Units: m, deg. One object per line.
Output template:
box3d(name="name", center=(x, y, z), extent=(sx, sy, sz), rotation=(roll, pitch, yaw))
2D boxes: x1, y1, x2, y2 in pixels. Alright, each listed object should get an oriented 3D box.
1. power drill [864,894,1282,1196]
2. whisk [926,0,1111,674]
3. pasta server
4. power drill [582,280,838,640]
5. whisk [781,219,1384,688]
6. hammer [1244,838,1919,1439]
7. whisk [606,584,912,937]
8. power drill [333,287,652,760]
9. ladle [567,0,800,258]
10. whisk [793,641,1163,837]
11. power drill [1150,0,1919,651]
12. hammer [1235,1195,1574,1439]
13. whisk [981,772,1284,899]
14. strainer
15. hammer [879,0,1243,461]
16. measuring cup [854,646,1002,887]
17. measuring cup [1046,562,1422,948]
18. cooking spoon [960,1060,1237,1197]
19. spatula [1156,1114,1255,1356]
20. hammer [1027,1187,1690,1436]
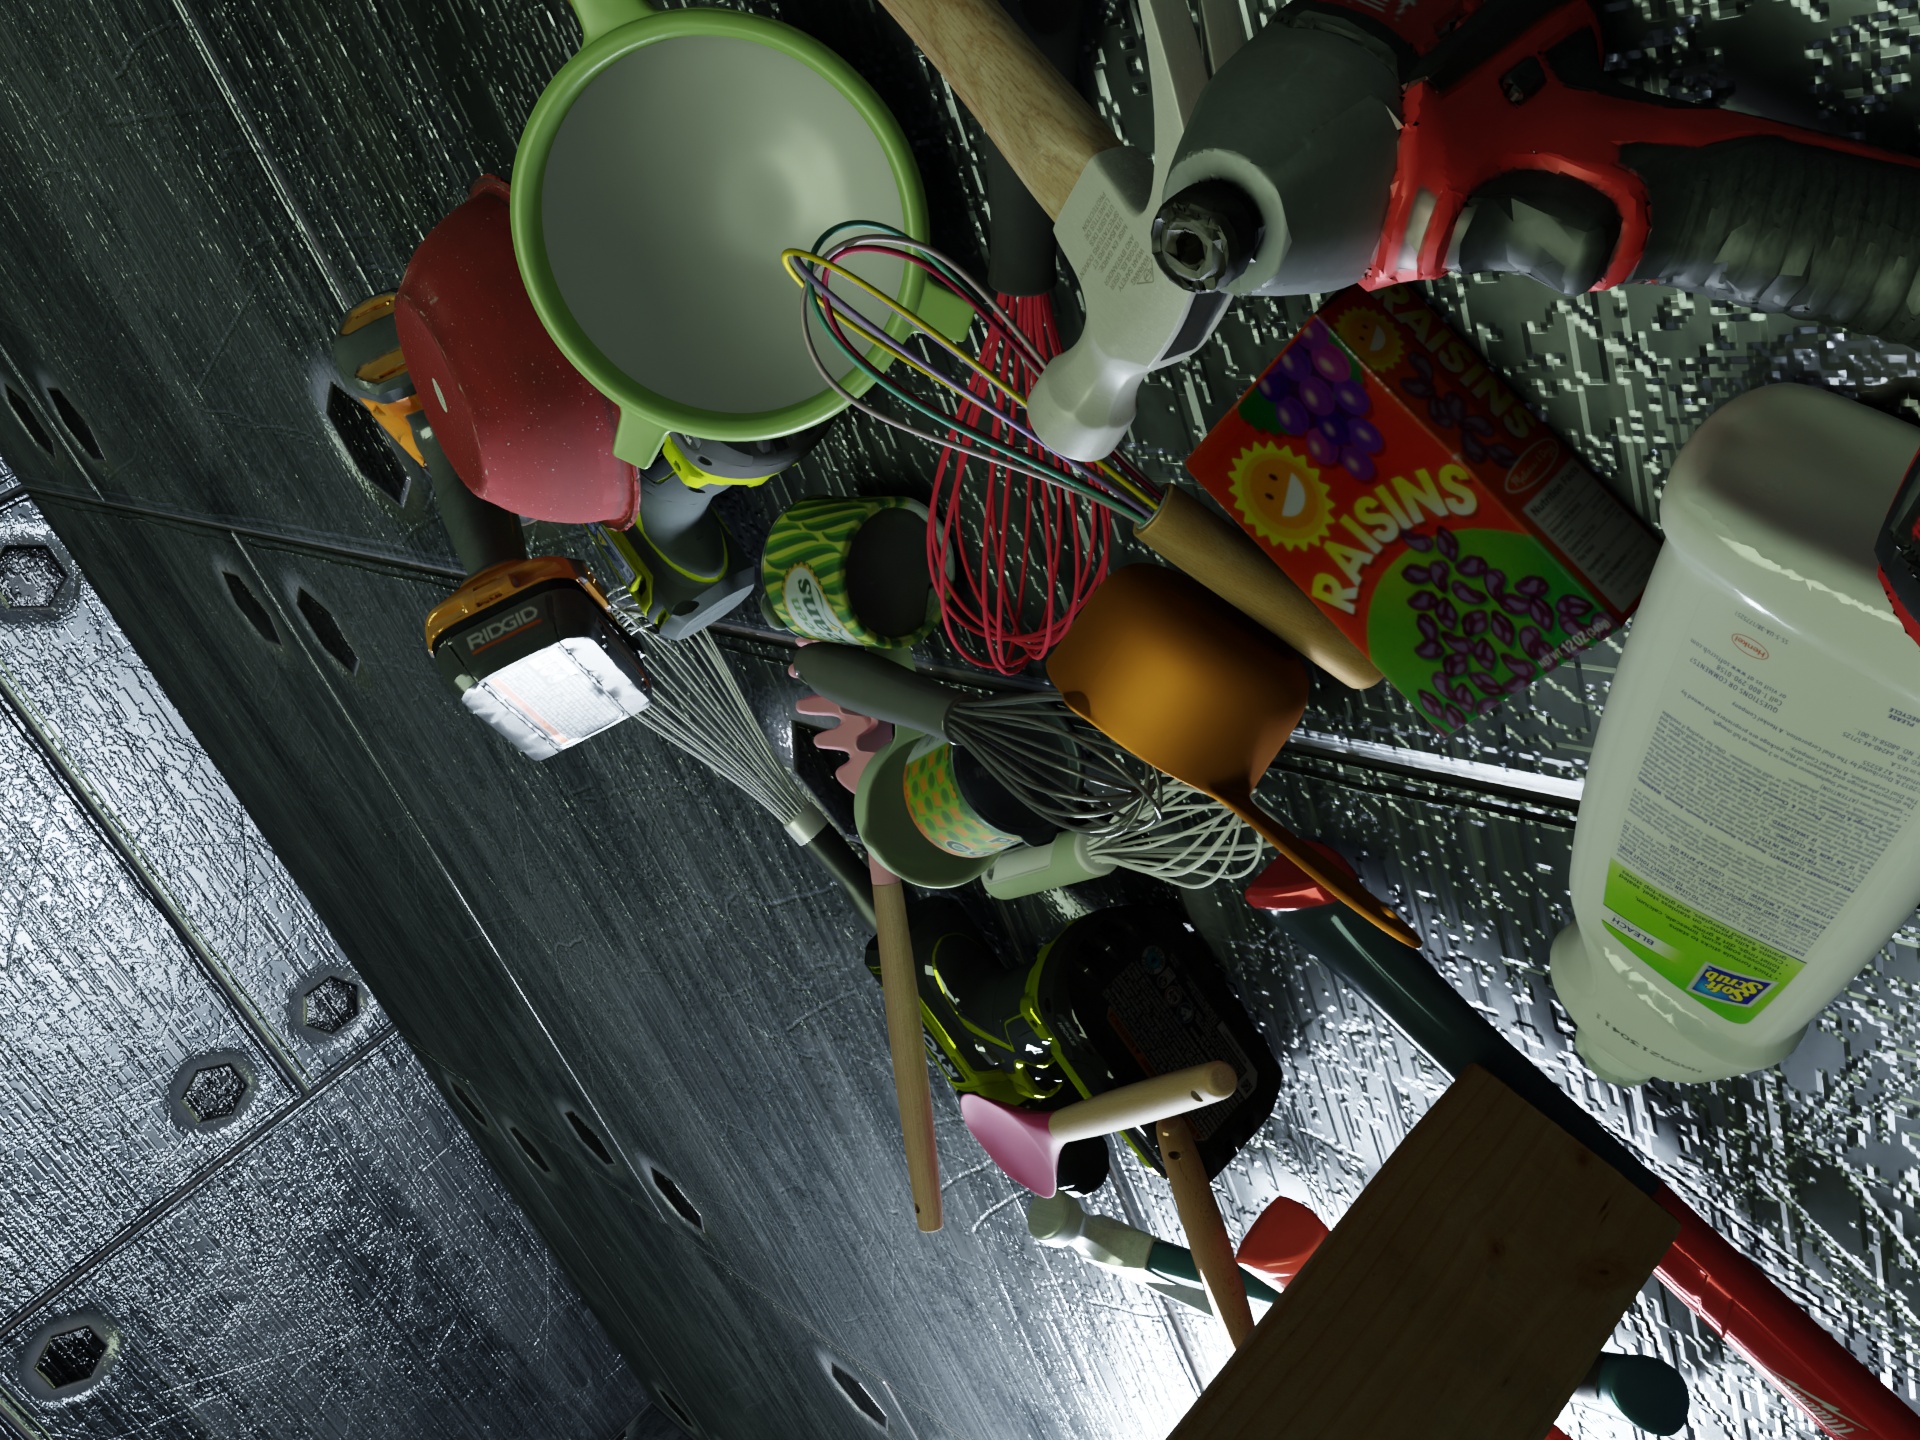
box3d(name="power drill", center=(0.058, 0.177, 0.831), extent=(0.190, 0.080, 0.228), rotation=(55, 153, -8))
box3d(name="whisk", center=(0.021, -0.134, 0.550), extent=(0.073, 0.073, 0.295), rotation=(31, 140, 30))
box3d(name="pasta server", center=(-0.042, 0.111, 0.818), extent=(0.060, 0.040, 0.316), rotation=(2, 101, 63))
box3d(name="power drill", center=(-0.145, -0.146, 0.741), extent=(0.171, 0.080, 0.223), rotation=(55, 153, 0))
box3d(name="whisk", center=(0.045, -0.083, 0.524), extent=(0.245, 0.051, 0.047), rotation=(33, 147, -15))
box3d(name="hammer", center=(0.258, 0.196, 0.619), extent=(0.386, 0.038, 0.143), rotation=(44, 151, 11))
box3d(name="whisk", center=(-0.110, 0.035, 0.925), extent=(0.284, 0.070, 0.070), rotation=(49, 151, -8))
box3d(name="power drill", center=(-0.242, -0.094, 0.847), extent=(0.226, 0.084, 0.185), rotation=(63, 178, 21))
box3d(name="ladle", center=(-0.174, -0.305, 0.622), extent=(0.320, 0.062, 0.078), rotation=(51, 149, -6))
box3d(name="whisk", center=(-0.002, -0.002, 0.662), extent=(0.239, 0.055, 0.055), rotation=(20, 139, 49))
box3d(name="power drill", center=(0.152, -0.096, 0.329), extent=(0.220, 0.143, 0.078), rotation=(33, 143, 24))
box3d(name="hammer", center=(0.269, 0.334, 0.675), extent=(0.359, 0.037, 0.149), rotation=(37, 150, 10))
box3d(name="whisk", center=(0.065, 0.057, 0.716), extent=(0.059, 0.058, 0.246), rotation=(24, 160, -17))
box3d(name="strainer", center=(-0.104, -0.229, 0.571), extent=(0.151, 0.069, 0.256), rotation=(-19, 113, 15))
box3d(name="hammer", center=(-0.028, -0.239, 0.465), extent=(0.331, 0.031, 0.130), rotation=(55, 146, 13))
box3d(name="measuring cup", center=(-0.029, -0.001, 0.771), extent=(0.167, 0.083, 0.038), rotation=(72, 162, -5))
box3d(name="measuring cup", center=(0.104, 0.005, 0.542), extent=(0.174, 0.095, 0.052), rotation=(44, 111, 38))
box3d(name="cooking spoon", center=(0.056, 0.184, 0.733), extent=(0.069, 0.017, 0.318), rotation=(51, 156, 5))
box3d(name="spatula", center=(0.134, 0.299, 0.762), extent=(0.082, 0.044, 0.317), rotation=(-9, 126, 17))
box3d(name="hammer", center=(0.188, 0.293, 0.791), extent=(0.128, 0.033, 0.331), rotation=(36, 155, -34))
